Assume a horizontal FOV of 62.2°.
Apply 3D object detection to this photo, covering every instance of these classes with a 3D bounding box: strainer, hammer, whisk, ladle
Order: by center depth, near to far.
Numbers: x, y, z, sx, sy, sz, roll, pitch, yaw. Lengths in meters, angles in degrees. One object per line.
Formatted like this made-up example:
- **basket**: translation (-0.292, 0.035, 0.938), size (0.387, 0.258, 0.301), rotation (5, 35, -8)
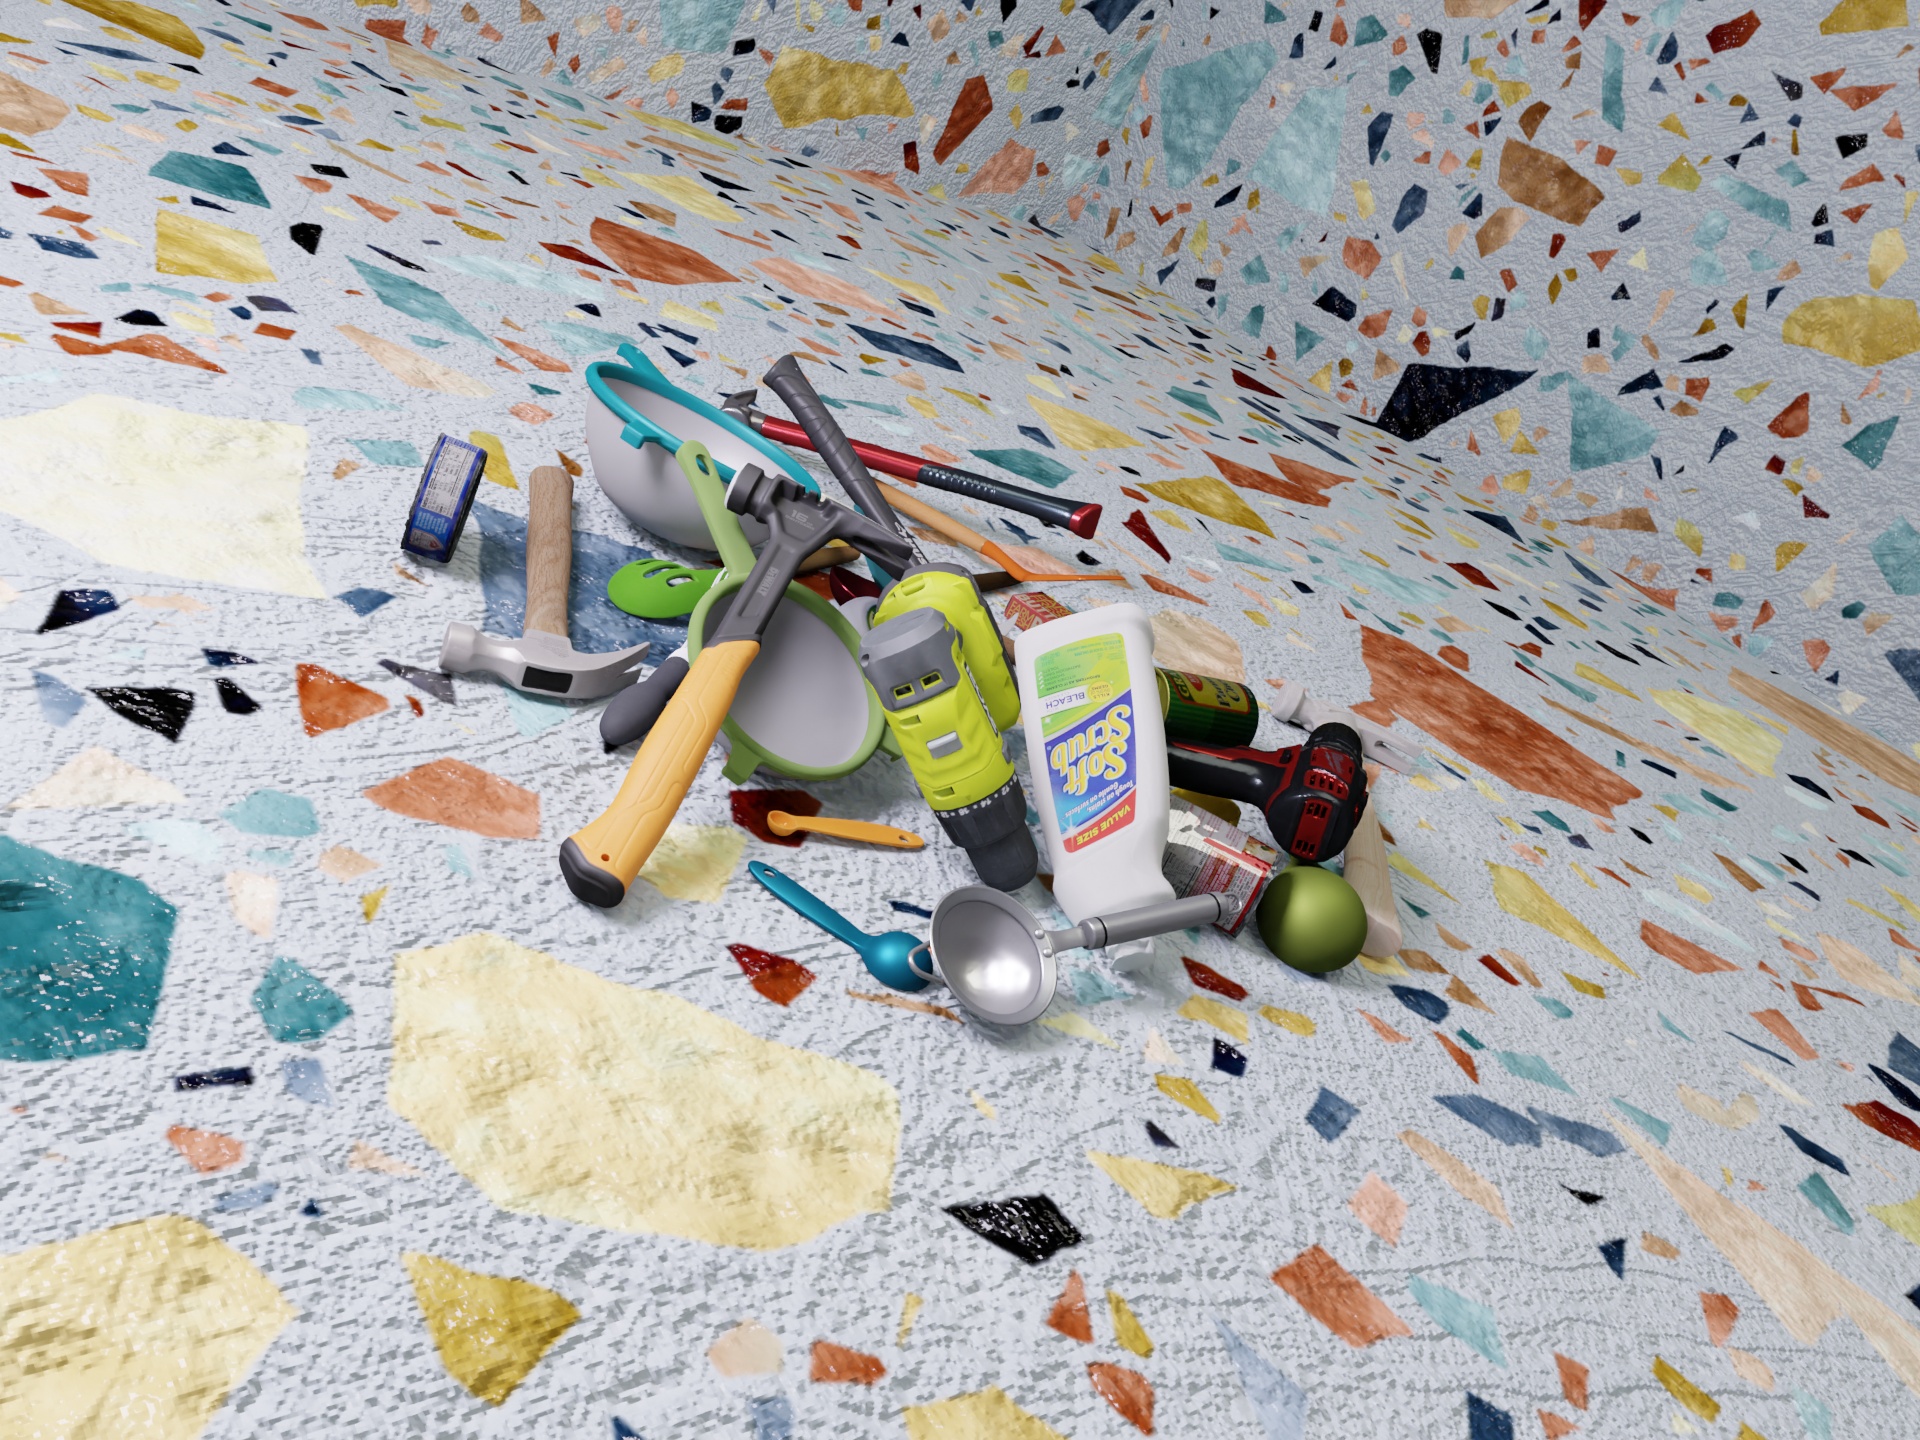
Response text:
- **strainer**: translation (0.071, 0.130, 0.943), size (0.258, 0.050, 0.087), rotation (-7, 63, -32)
- **hammer**: translation (-0.138, -0.023, 0.946), size (0.127, 0.034, 0.337), rotation (26, 49, -3)
- **strainer**: translation (-0.148, -0.063, 1.057), size (0.151, 0.069, 0.256), rotation (-8, 68, -47)
- **whisk**: translation (-0.180, -0.050, 1.101), size (0.070, 0.070, 0.285), rotation (27, 29, 4)
- **hammer**: translation (-0.291, -0.108, 1.134), size (0.130, 0.031, 0.332), rotation (15, 26, -21)
- **ladle**: translation (0.254, 0.099, 1.231), size (0.078, 0.062, 0.320), rotation (6, 18, 2)
- **hammer**: translation (0.342, 0.083, 1.340), size (0.146, 0.038, 0.411), rotation (25, 25, -3)
- **strainer**: translation (-0.252, -0.229, 1.342), size (0.210, 0.095, 0.341), rotation (21, 17, -36)
- **hammer**: translation (-0.072, -0.185, 1.365), size (0.146, 0.035, 0.335), rotation (-6, 57, -56)
- **ladle**: translation (-0.020, -0.118, 1.415), size (0.069, 0.031, 0.315), rotation (47, 28, 16)
- **hammer**: translation (-0.048, -0.254, 1.583), size (0.386, 0.038, 0.143), rotation (16, 20, -2)

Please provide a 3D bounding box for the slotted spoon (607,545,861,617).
- **slotted spoon**: translation (-0.168, -0.122, 1.287), size (0.070, 0.031, 0.313), rotation (31, 24, 20)

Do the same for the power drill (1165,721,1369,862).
- **power drill**: translation (0.198, 0.022, 1.204), size (0.227, 0.080, 0.188), rotation (17, 24, 13)

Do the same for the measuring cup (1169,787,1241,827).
- **measuring cup**: translation (0.140, 0.081, 1.179), size (0.156, 0.029, 0.062), rotation (-8, 29, -31)

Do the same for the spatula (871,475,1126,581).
- **spatula**: translation (0.010, -0.184, 1.527), size (0.323, 0.041, 0.081), rotation (32, 22, 29)

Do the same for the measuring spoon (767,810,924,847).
- **measuring spoon**: translation (-0.072, 0.073, 1.009), size (0.116, 0.011, 0.021), rotation (11, 26, -36)

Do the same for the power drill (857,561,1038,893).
- **power drill**: translation (-0.002, -0.003, 1.076), size (0.229, 0.080, 0.190), rotation (-91, 158, -70)

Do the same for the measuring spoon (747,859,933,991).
- **measuring spoon**: translation (-0.068, 0.111, 0.916), size (0.129, 0.021, 0.042), rotation (32, 25, 13)

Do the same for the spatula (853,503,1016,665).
- **spatula**: translation (0.029, -0.070, 1.271), size (0.317, 0.044, 0.082), rotation (25, 34, -35)
